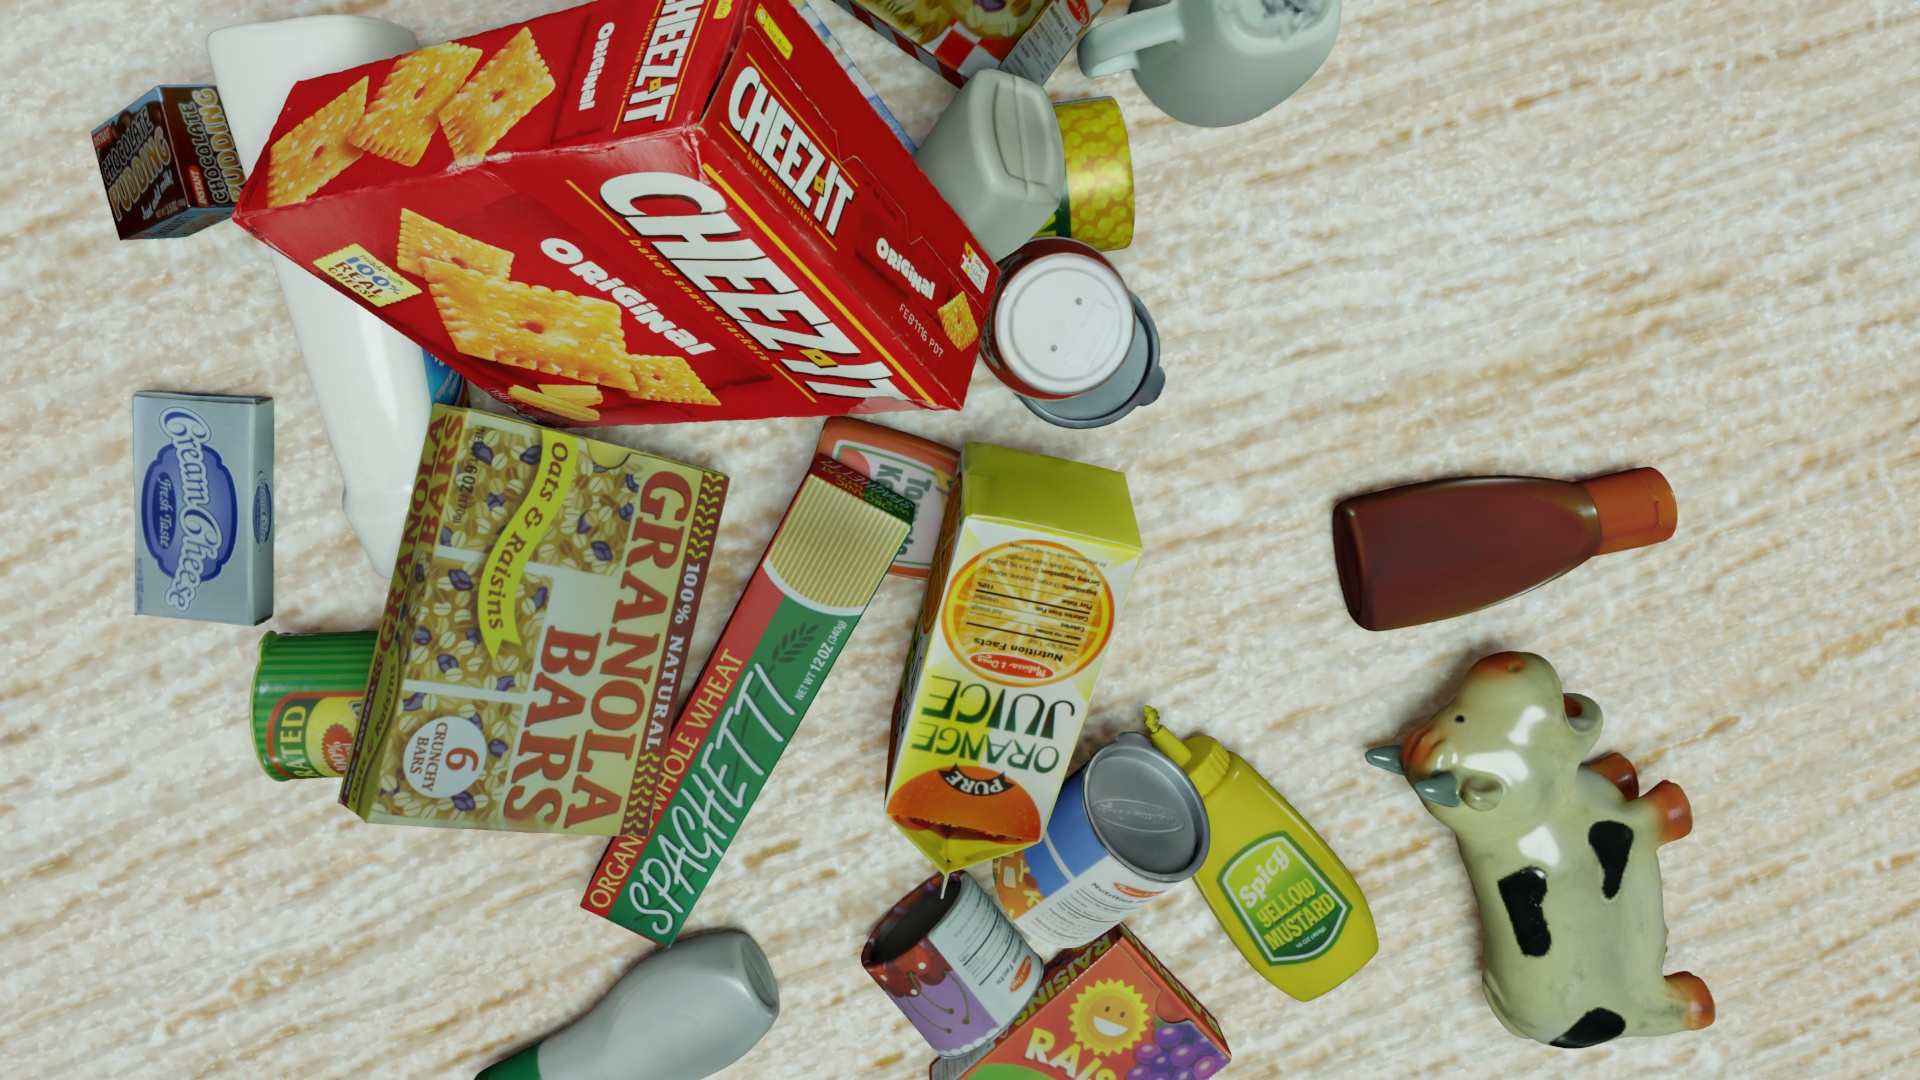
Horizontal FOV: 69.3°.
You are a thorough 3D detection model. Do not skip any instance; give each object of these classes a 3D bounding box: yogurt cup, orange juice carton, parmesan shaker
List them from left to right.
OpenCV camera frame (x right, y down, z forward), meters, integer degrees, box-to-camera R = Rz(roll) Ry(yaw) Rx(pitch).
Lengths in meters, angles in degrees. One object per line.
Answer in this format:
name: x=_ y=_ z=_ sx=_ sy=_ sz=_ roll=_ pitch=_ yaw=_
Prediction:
parmesan shaker: x=-0.251 y=0.071 z=0.620 sx=0.103 sy=0.071 sz=0.071 roll=-2 pitch=100 yaw=-2
orange juice carton: x=0.014 y=0.061 z=0.601 sx=0.073 sy=0.072 sz=0.191 roll=12 pitch=118 yaw=-7
yogurt cup: x=0.039 y=-0.087 z=0.555 sx=0.072 sy=0.054 sz=0.072 roll=-1 pitch=101 yaw=-3

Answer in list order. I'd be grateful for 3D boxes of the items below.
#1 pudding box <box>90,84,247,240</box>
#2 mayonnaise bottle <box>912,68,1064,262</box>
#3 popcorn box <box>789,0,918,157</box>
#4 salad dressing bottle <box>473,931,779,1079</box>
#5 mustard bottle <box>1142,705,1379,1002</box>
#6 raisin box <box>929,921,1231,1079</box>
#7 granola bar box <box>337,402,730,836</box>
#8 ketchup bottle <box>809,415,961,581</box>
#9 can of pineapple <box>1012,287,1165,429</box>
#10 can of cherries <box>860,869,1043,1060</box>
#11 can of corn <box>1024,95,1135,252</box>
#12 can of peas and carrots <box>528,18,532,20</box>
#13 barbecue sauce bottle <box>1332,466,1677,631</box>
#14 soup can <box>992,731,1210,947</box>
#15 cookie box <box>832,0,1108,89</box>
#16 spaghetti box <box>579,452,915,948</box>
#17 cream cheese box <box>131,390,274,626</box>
pudding box: x=-0.327 y=-0.156 z=0.577 sx=0.083 sy=0.030 sz=0.049 roll=-1 pitch=103 yaw=42
mayonnaise bottle: x=-0.012 y=-0.124 z=0.567 sx=0.041 sy=0.147 sz=0.065 roll=8 pitch=66 yaw=-28
popcorn box: x=-0.087 y=-0.189 z=0.601 sx=0.085 sy=0.038 sz=0.126 roll=-38 pitch=99 yaw=4
salad dressing bottle: x=-0.161 y=0.240 z=0.666 sx=0.147 sy=0.044 sz=0.064 roll=-27 pitch=103 yaw=3
mustard bottle: x=0.132 y=0.143 z=0.659 sx=0.065 sy=0.049 sz=0.160 roll=-38 pitch=99 yaw=2
raisin box: x=0.057 y=0.255 z=0.679 sx=0.123 sy=0.040 sz=0.086 roll=-42 pitch=98 yaw=4
granola bar box: x=-0.174 y=0.037 z=0.582 sx=0.124 sy=0.039 sz=0.165 roll=15 pitch=87 yaw=-42
ketchup bottle: x=0.002 y=-0.008 z=0.632 sx=0.149 sy=0.043 sz=0.064 roll=16 pitch=103 yaw=-5
can of pineapple: x=0.052 y=-0.083 z=0.615 sx=0.071 sy=0.058 sz=0.071 roll=0 pitch=100 yaw=-2
can of cherries: x=-0.006 y=0.199 z=0.655 sx=0.071 sy=0.071 sz=0.058 roll=-39 pitch=99 yaw=4
can of corn: x=0.041 y=-0.152 z=0.598 sx=0.058 sy=0.071 sz=0.071 roll=-8 pitch=100 yaw=-1
can of peas and carrots: x=-0.177 y=-0.172 z=0.587 sx=0.058 sy=0.071 sz=0.071 roll=37 pitch=96 yaw=-8
barbecue sauce bottle: x=0.252 y=-0.002 z=0.644 sx=0.149 sy=0.044 sz=0.064 roll=-12 pitch=100 yaw=-1
soup can: x=0.062 y=0.137 z=0.631 sx=0.071 sy=0.072 sz=0.083 roll=33 pitch=134 yaw=-7
cookie box: x=0.024 y=-0.273 z=0.566 sx=0.123 sy=0.040 sz=0.167 roll=41 pitch=96 yaw=22
spaghetti box: x=-0.099 y=0.079 z=0.625 sx=0.050 sy=0.029 sz=0.249 roll=28 pitch=109 yaw=-8
cream cheese box: x=-0.340 y=-0.015 z=0.625 sx=0.053 sy=0.024 sz=0.103 roll=4 pitch=99 yaw=-4
